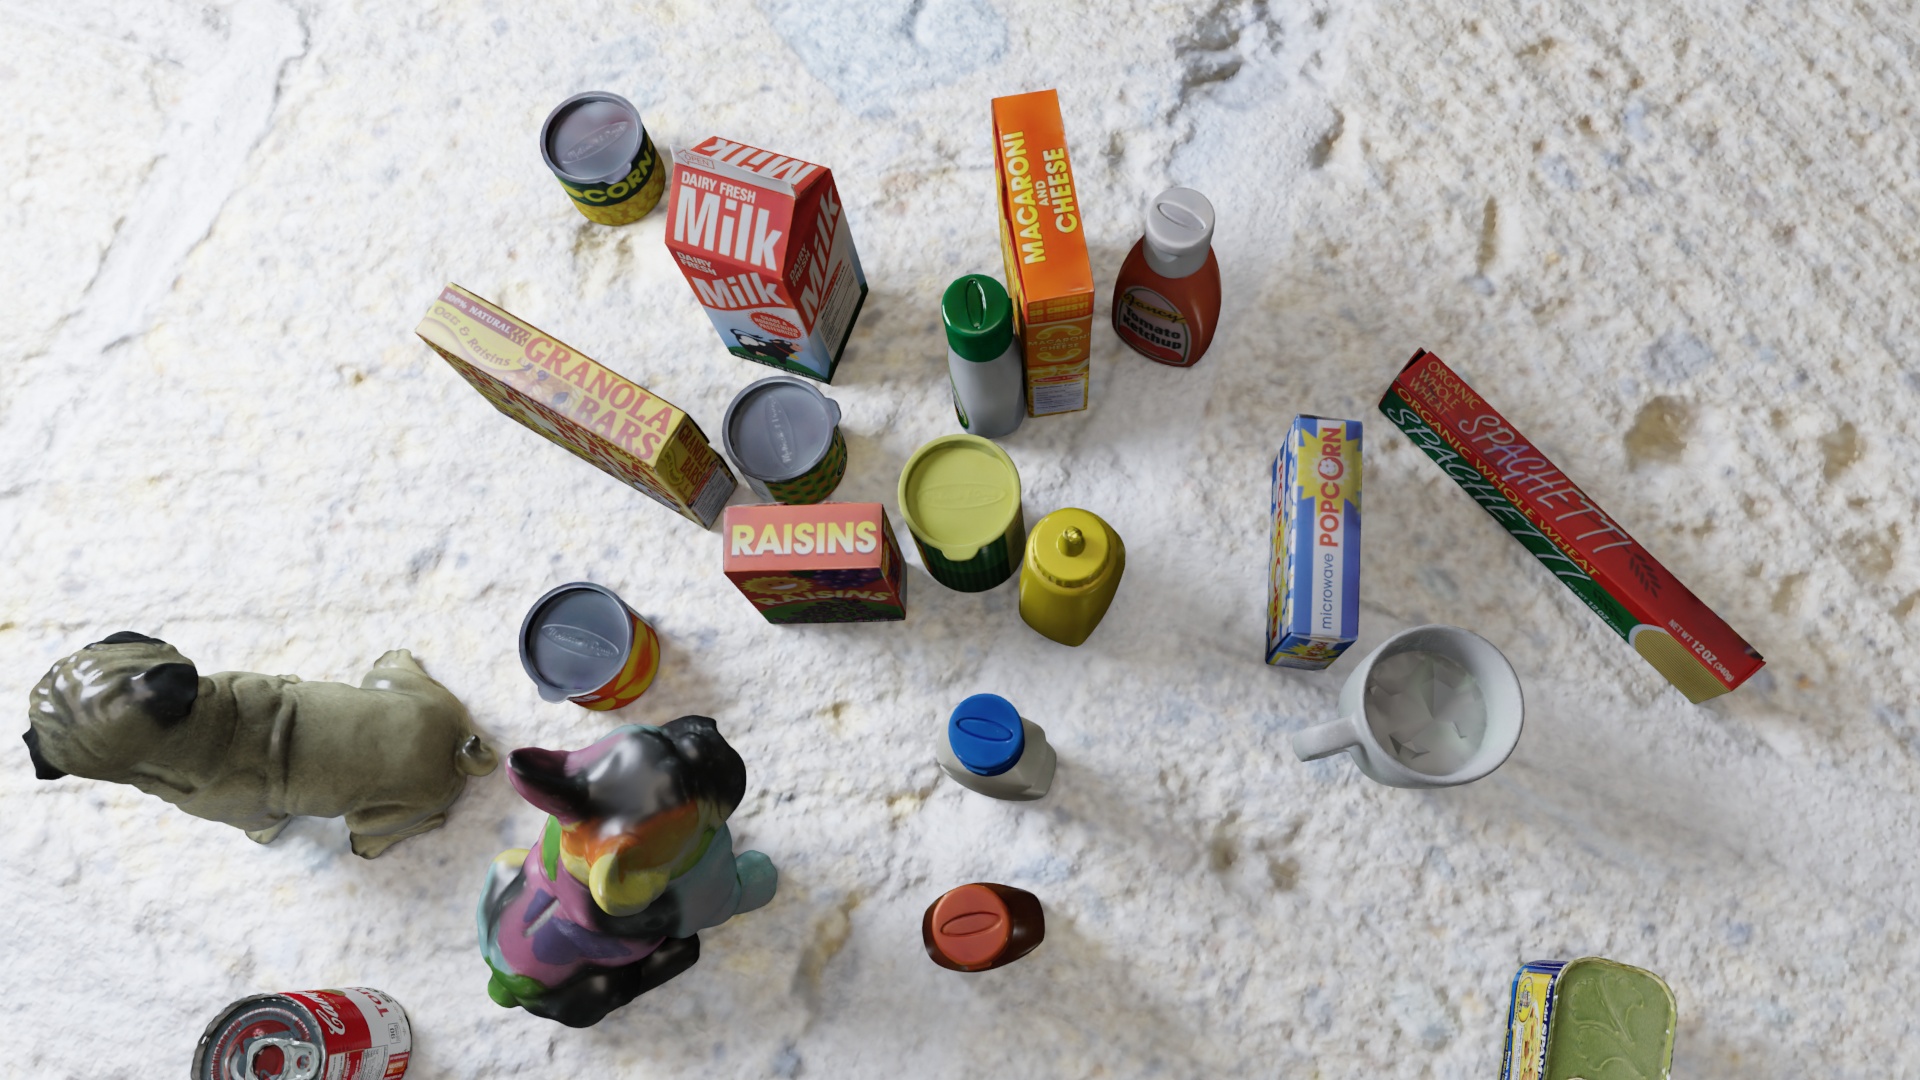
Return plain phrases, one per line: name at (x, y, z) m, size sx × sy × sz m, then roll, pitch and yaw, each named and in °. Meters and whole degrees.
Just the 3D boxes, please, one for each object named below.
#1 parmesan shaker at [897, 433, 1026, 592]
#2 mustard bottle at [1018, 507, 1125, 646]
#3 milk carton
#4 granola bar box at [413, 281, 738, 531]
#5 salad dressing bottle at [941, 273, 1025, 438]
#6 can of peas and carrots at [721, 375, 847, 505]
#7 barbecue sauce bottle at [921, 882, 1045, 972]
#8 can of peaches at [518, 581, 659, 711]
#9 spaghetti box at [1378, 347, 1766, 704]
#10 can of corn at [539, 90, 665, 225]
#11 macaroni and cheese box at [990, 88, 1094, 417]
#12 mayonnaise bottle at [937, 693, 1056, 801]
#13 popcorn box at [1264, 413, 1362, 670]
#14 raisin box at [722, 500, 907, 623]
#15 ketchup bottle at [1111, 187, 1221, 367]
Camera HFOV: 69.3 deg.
parmesan shaker at (0.003, -0.010, 0.789) m, size 0.071 × 0.103 × 0.071 m, roll -1°, pitch 74°, yaw 4°
mustard bottle at (0.060, 0.014, 0.748) m, size 0.049 × 0.160 × 0.065 m, roll 28°, pitch 78°, yaw 11°
milk carton at (-0.110, -0.166, 0.797) m, size 0.072 × 0.190 × 0.073 m, roll 18°, pitch 76°, yaw 9°
granola bar box at (-0.219, -0.076, 0.813) m, size 0.166 × 0.124 × 0.039 m, roll 29°, pitch 78°, yaw 11°
salad dressing bottle at (0.013, -0.104, 0.793) m, size 0.044 × 0.147 × 0.064 m, roll -7°, pitch 74°, yaw 2°
can of peas and carrots at (-0.102, -0.059, 0.834) m, size 0.071 × 0.058 × 0.071 m, roll -1°, pitch 74°, yaw 4°
barbecue sauce bottle at (0.010, 0.196, 0.705) m, size 0.065 × 0.148 × 0.044 m, roll -10°, pitch 74°, yaw 1°
can of peaches at (-0.215, 0.065, 0.806) m, size 0.071 × 0.058 × 0.071 m, roll -1°, pitch 74°, yaw 4°
spaghetti box at (0.341, -0.010, 0.793) m, size 0.029 × 0.050 × 0.250 m, roll -41°, pitch 75°, yaw -7°
can of corn at (-0.228, -0.244, 0.897) m, size 0.071 × 0.058 × 0.071 m, roll -1°, pitch 74°, yaw 4°
macaroni and cheese box at (0.046, -0.157, 0.796) m, size 0.040 × 0.166 × 0.124 m, roll -9°, pitch 74°, yaw 2°
mayonnaise bottle at (0.017, 0.109, 0.730) m, size 0.065 × 0.147 × 0.041 m, roll 13°, pitch 76°, yaw 8°
popcorn box at (0.198, 0.003, 0.781) m, size 0.038 × 0.085 × 0.127 m, roll 4°, pitch 74°, yaw 5°
raisin box at (-0.078, 0.014, 0.777) m, size 0.086 × 0.123 × 0.040 m, roll -1°, pitch 74°, yaw 4°
ketchup bottle at (0.121, -0.151, 0.798) m, size 0.065 × 0.148 × 0.043 m, roll 29°, pitch 78°, yaw 11°
